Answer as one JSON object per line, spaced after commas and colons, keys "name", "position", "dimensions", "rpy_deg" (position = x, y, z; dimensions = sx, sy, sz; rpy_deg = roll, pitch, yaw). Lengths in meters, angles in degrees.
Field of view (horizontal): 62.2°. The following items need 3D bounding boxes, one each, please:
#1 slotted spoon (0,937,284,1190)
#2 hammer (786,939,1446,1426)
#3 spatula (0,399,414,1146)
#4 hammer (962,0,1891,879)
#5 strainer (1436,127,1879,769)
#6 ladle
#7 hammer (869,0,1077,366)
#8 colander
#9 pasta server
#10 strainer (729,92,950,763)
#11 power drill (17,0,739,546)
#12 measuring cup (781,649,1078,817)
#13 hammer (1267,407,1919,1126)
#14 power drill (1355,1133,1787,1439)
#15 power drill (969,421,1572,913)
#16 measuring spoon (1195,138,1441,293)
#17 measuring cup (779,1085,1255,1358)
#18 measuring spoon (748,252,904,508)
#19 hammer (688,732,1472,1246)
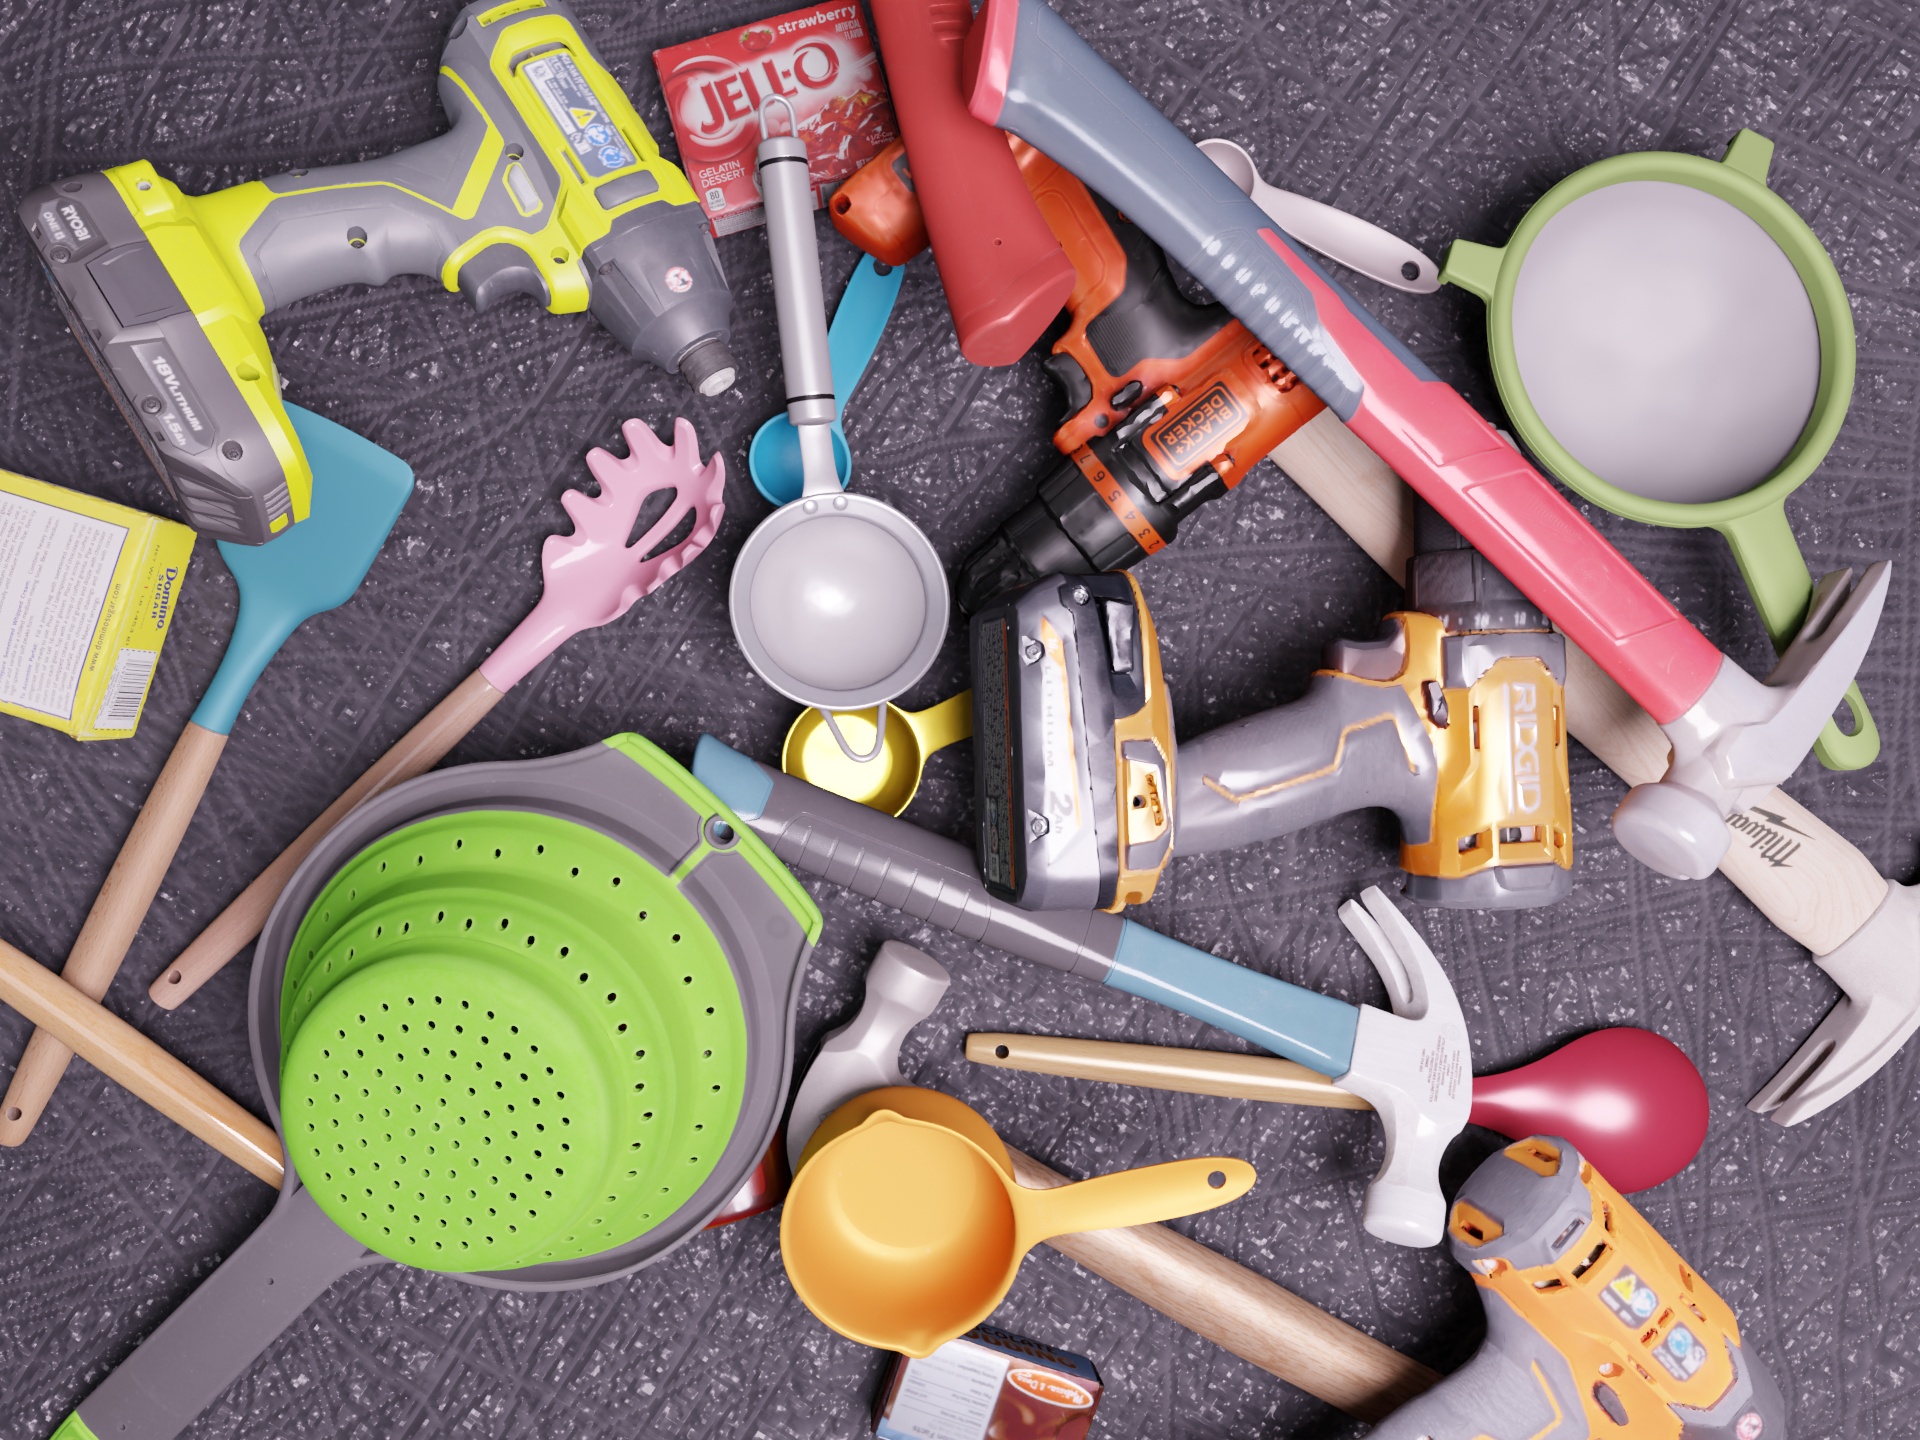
{"name": "slotted spoon", "position": [-0.360, 0.100, 0.613], "dimensions": [0.313, 0.031, 0.070], "rpy_deg": [41, 96, -11]}
{"name": "hammer", "position": [0.080, 0.223, 0.643], "dimensions": [0.331, 0.031, 0.130], "rpy_deg": [30, 97, -4]}
{"name": "spatula", "position": [-0.316, 0.026, 0.632], "dimensions": [0.082, 0.044, 0.317], "rpy_deg": [25, 89, -6]}
{"name": "hammer", "position": [0.160, -0.122, 0.556], "dimensions": [0.386, 0.038, 0.143], "rpy_deg": [42, 76, -7]}
{"name": "strainer", "position": [0.295, -0.098, 0.644], "dimensions": [0.151, 0.069, 0.256], "rpy_deg": [-23, 88, -9]}
{"name": "ladle", "position": [0.159, 0.150, 0.658], "dimensions": [0.315, 0.031, 0.069], "rpy_deg": [6, 86, 0]}
{"name": "hammer", "position": [-0.033, -0.299, 0.590], "dimensions": [0.149, 0.036, 0.359], "rpy_deg": [-13, 78, 2]}
{"name": "colander", "position": [-0.224, 0.178, 0.572], "dimensions": [0.397, 0.094, 0.204], "rpy_deg": [-44, 95, 10]}
{"name": "pasta server", "position": [-0.212, 0.001, 0.640], "dimensions": [0.316, 0.040, 0.060], "rpy_deg": [-44, 78, -1]}
{"name": "strainer", "position": [-0.056, -0.113, 0.621], "dimensions": [0.087, 0.050, 0.258], "rpy_deg": [-7, 94, -14]}
{"name": "power drill", "position": [-0.205, -0.165, 0.598], "dimensions": [0.223, 0.080, 0.171], "rpy_deg": [-31, 86, -23]}
{"name": "measuring cup", "position": [-0.001, -0.002, 0.658], "dimensions": [0.156, 0.029, 0.062], "rpy_deg": [-23, 94, -12]}
{"name": "hammer", "position": [0.242, -0.015, 0.660], "dimensions": [0.410, 0.038, 0.146], "rpy_deg": [42, 89, 0]}
{"name": "power drill", "position": [0.204, 0.292, 0.598], "dimensions": [0.164, 0.084, 0.226], "rpy_deg": [45, 84, -5]}
{"name": "power drill", "position": [0.121, -0.018, 0.591], "dimensions": [0.226, 0.084, 0.185], "rpy_deg": [-2, 90, -14]}
{"name": "measuring spoon", "position": [0.147, -0.208, 0.673], "dimensions": [0.124, 0.018, 0.034], "rpy_deg": [22, 88, -8]}
{"name": "measuring cup", "position": [0.020, 0.175, 0.596], "dimensions": [0.173, 0.052, 0.095], "rpy_deg": [-9, 97, -1]}
{"name": "measuring spoon", "position": [-0.052, -0.144, 0.663], "dimensions": [0.042, 0.021, 0.129], "rpy_deg": [24, 79, -12]}
{"name": "hammer", "position": [0.046, 0.085, 0.617], "dimensions": [0.331, 0.033, 0.128], "rpy_deg": [22, 62, -5]}
